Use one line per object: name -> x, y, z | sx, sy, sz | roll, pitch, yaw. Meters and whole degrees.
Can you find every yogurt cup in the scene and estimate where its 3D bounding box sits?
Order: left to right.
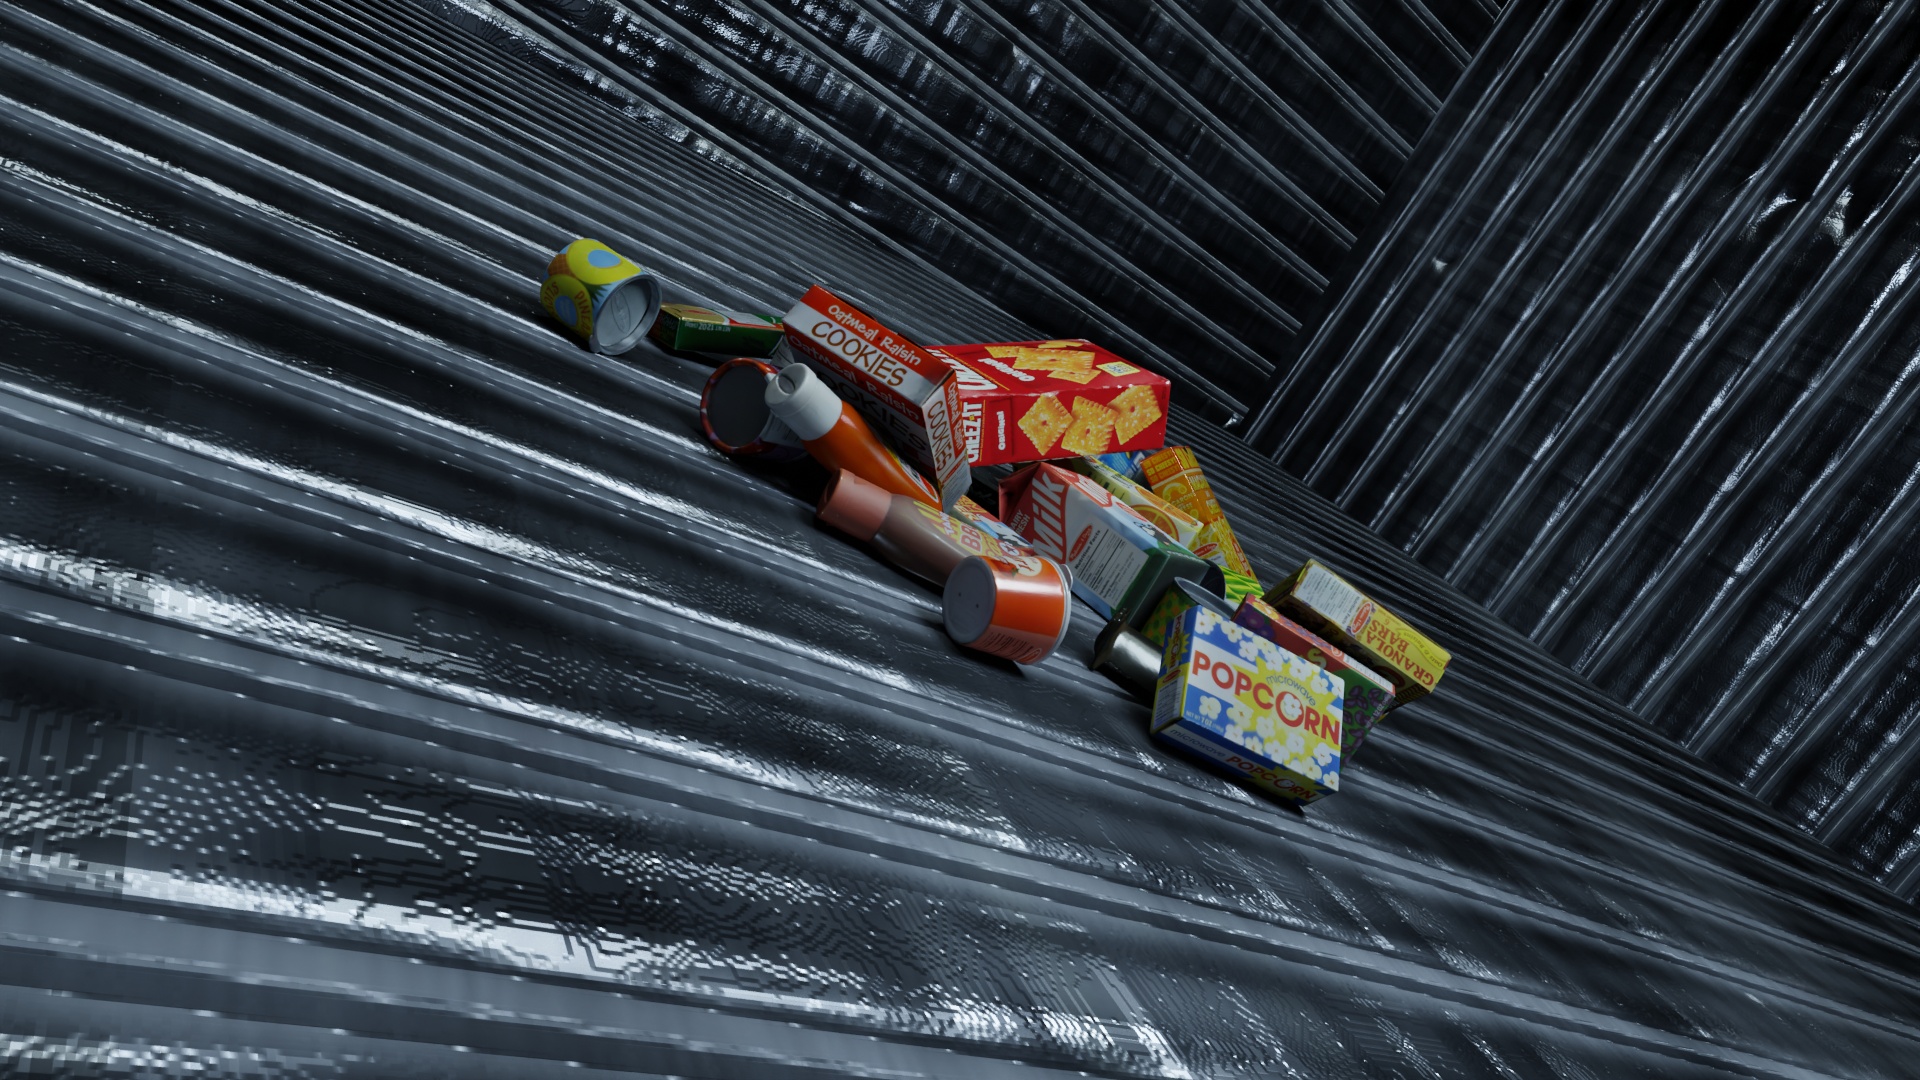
yogurt cup -> 0.025, 0.039, 0.841 | 0.054, 0.072, 0.072 | 11, 22, -35

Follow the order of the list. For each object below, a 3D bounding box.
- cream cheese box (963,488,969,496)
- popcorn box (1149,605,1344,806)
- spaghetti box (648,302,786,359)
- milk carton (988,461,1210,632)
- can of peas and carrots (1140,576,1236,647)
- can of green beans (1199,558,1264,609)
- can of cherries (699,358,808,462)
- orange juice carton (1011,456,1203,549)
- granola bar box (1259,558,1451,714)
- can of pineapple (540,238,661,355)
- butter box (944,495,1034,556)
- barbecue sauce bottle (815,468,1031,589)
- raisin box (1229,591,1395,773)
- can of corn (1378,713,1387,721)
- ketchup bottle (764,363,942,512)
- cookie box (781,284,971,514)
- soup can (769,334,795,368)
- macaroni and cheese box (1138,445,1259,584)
cream cheese box -> -0.047, -0.058, 1.129 | 0.104, 0.024, 0.053 | 19, 16, -42
popcorn box -> 0.188, 0.108, 0.901 | 0.126, 0.038, 0.085 | 27, 53, -18
spaghetti box -> -0.150, -0.174, 1.200 | 0.251, 0.028, 0.050 | -1, 24, -44
milk carton -> 0.104, -0.004, 1.150 | 0.191, 0.073, 0.072 | 39, 16, 35
can of peas and carrots -> 0.179, 0.071, 1.069 | 0.071, 0.058, 0.071 | 29, 13, -7
can of green beans -> 0.223, 0.055, 1.207 | 0.058, 0.071, 0.071 | 22, 15, -36
can of cherries -> -0.138, -0.089, 0.957 | 0.071, 0.071, 0.058 | 37, 15, 25
orange juice carton -> 0.126, -0.032, 1.306 | 0.193, 0.073, 0.072 | 32, 13, 9
granola bar box -> 0.281, 0.087, 1.073 | 0.124, 0.039, 0.165 | 35, -22, 3
can of pineapple -> -0.262, -0.176, 1.005 | 0.058, 0.071, 0.071 | 34, 13, 17
butter box -> 0.004, -0.013, 1.073 | 0.104, 0.024, 0.053 | 36, 15, 24
barbecue sauce bottle -> -0.022, 0.001, 0.920 | 0.148, 0.043, 0.065 | 26, 18, -16
raisin box -> 0.237, 0.107, 1.004 | 0.123, 0.086, 0.040 | 33, 15, 9
can of corn -> 0.329, 0.126, 1.186 | 0.071, 0.071, 0.058 | 38, 14, 31
ketchup bottle -> -0.073, -0.060, 0.940 | 0.148, 0.043, 0.065 | 45, 1, -41
cookie box -> -0.056, -0.097, 0.993 | 0.123, 0.040, 0.166 | 33, -19, 18
soup can -> -0.117, -0.126, 1.093 | 0.071, 0.083, 0.071 | 29, 13, -7
macaroni and cheese box -> 0.243, -0.014, 1.396 | 0.166, 0.040, 0.124 | 65, 17, 4
